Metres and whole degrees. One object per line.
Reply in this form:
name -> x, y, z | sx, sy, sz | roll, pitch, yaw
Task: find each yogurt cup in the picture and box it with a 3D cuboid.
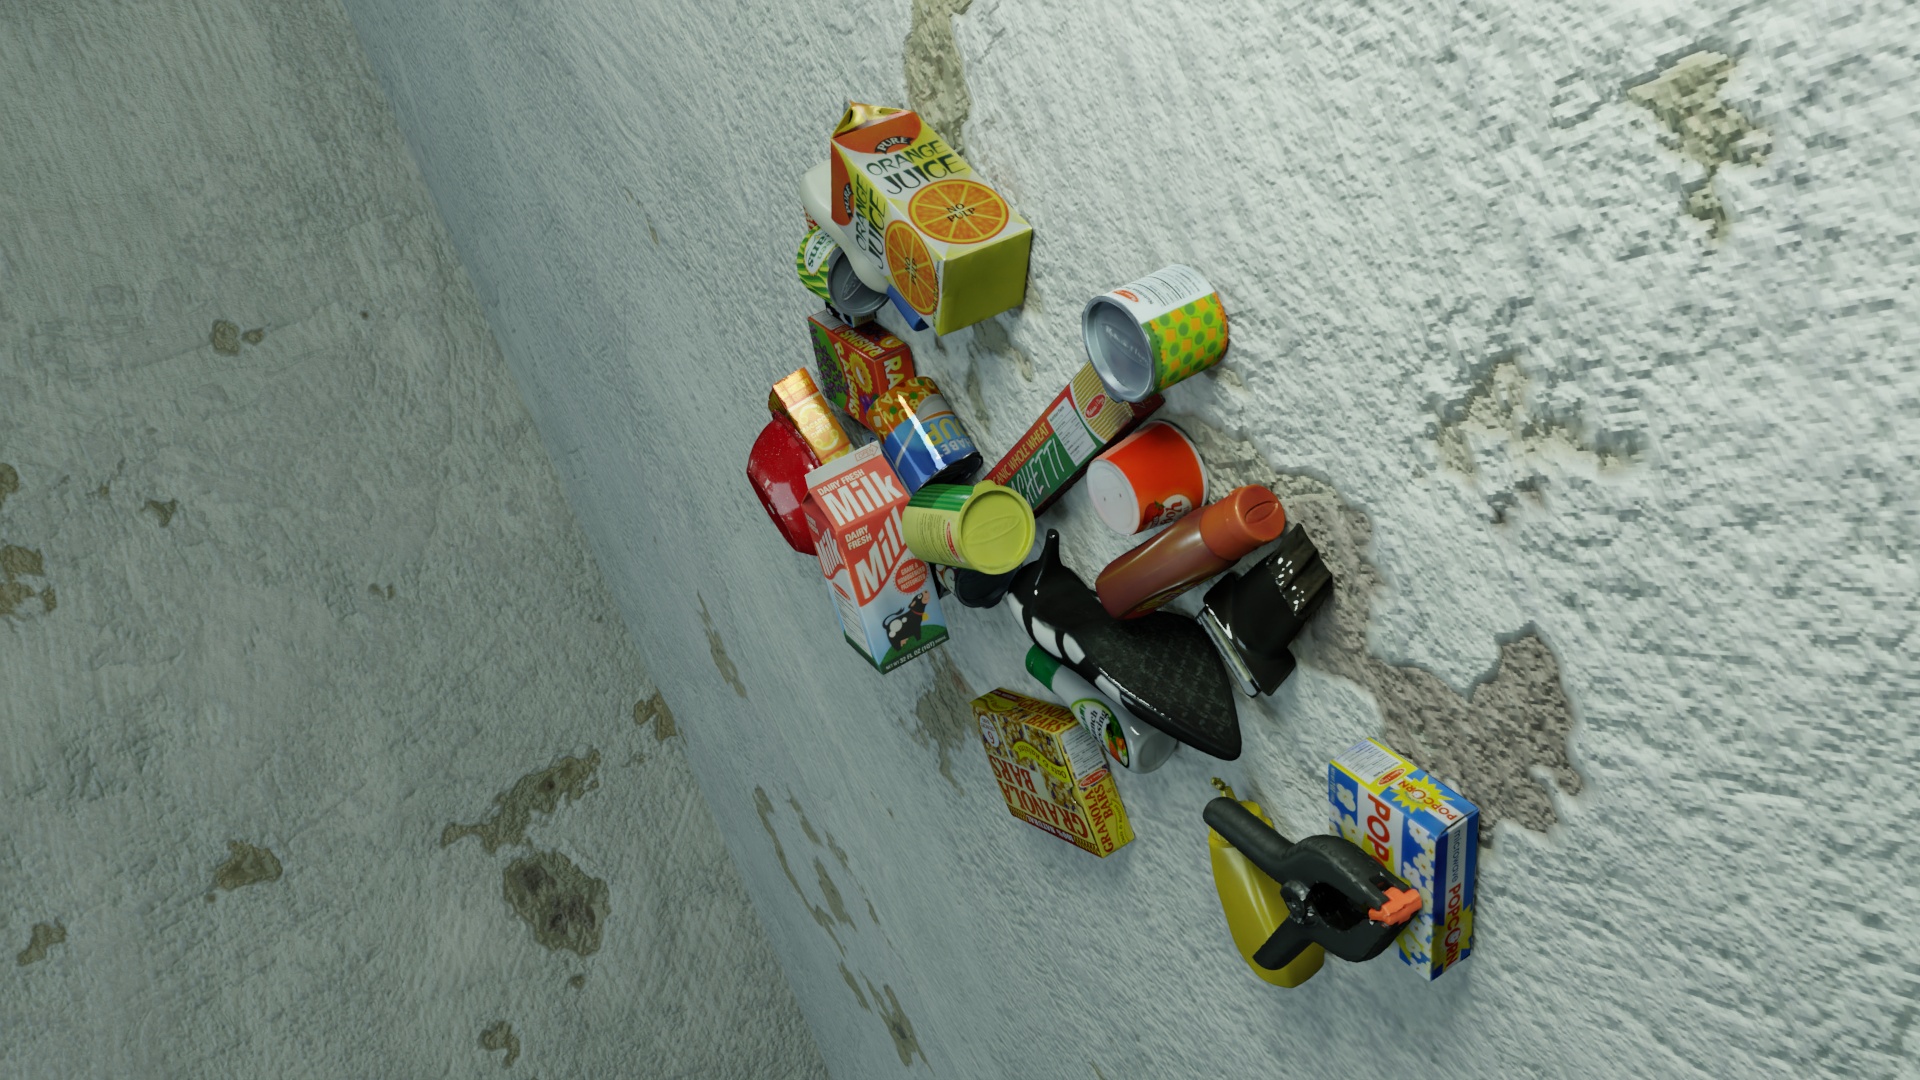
yogurt cup -> 0.119, -0.038, 0.899 | 0.072, 0.054, 0.072 | 46, 150, 37

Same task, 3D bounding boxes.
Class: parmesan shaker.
parmesan shaker -> 0.004, -0.013, 1.074 | 0.103, 0.071, 0.071 | 8, 121, 64

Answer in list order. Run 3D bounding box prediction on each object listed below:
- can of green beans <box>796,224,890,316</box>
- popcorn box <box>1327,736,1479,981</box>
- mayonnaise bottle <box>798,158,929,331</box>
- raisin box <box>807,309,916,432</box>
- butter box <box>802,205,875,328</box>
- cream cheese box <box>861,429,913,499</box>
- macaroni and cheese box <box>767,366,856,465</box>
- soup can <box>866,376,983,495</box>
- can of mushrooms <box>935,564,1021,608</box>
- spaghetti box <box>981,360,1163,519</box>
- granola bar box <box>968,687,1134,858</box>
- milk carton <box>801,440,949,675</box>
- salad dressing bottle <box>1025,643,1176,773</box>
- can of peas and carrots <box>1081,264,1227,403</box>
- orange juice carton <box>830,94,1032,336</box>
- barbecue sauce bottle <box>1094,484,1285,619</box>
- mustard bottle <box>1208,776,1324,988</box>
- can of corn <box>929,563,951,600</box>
can of green beans -> -0.093, -0.224, 1.139 | 0.058, 0.071, 0.071 | 38, 146, 47
popcorn box -> 0.267, 0.192, 0.842 | 0.085, 0.038, 0.126 | 35, 144, 49
mayonnaise bottle -> -0.062, -0.231, 1.077 | 0.148, 0.065, 0.041 | 55, 152, 10
raisin box -> -0.084, -0.149, 1.232 | 0.123, 0.040, 0.085 | 38, 146, 48
butter box -> -0.104, -0.240, 1.200 | 0.053, 0.024, 0.103 | 35, 144, 48
cream cheese box -> -0.053, -0.060, 1.276 | 0.103, 0.024, 0.053 | 66, 156, -4
macaroni and cheese box -> -0.127, -0.077, 1.342 | 0.166, 0.040, 0.123 | 58, 170, -1
soup can -> -0.028, -0.086, 1.148 | 0.084, 0.071, 0.071 | 59, 156, 13
can of mushrooms -> 0.015, 0.022, 1.163 | 0.033, 0.071, 0.070 | 42, 148, 42
spaghetti box -> 0.073, -0.067, 0.997 | 0.050, 0.029, 0.249 | 61, 157, 7
granola bar box -> 0.078, 0.206, 1.253 | 0.165, 0.039, 0.124 | 6, 120, 64
milk carton -> -0.076, 0.011, 1.178 | 0.073, 0.072, 0.189 | 35, 147, 52
salad dressing bottle -> 0.108, 0.127, 1.103 | 0.148, 0.044, 0.064 | 38, 147, 46
can of peas and carrots -> 0.114, -0.120, 0.817 | 0.071, 0.059, 0.070 | 47, 152, 35
orange juice carton -> -0.035, -0.239, 0.992 | 0.193, 0.073, 0.071 | 51, 154, 29
barbecue sauce bottle -> 0.146, 0.007, 0.880 | 0.043, 0.065, 0.148 | 61, 148, 6
mustard bottle -> 0.211, 0.239, 0.993 | 0.065, 0.049, 0.160 | 4, 116, 63
can of corn -> -0.010, 0.008, 1.212 | 0.071, 0.058, 0.070 | 47, 151, 35
